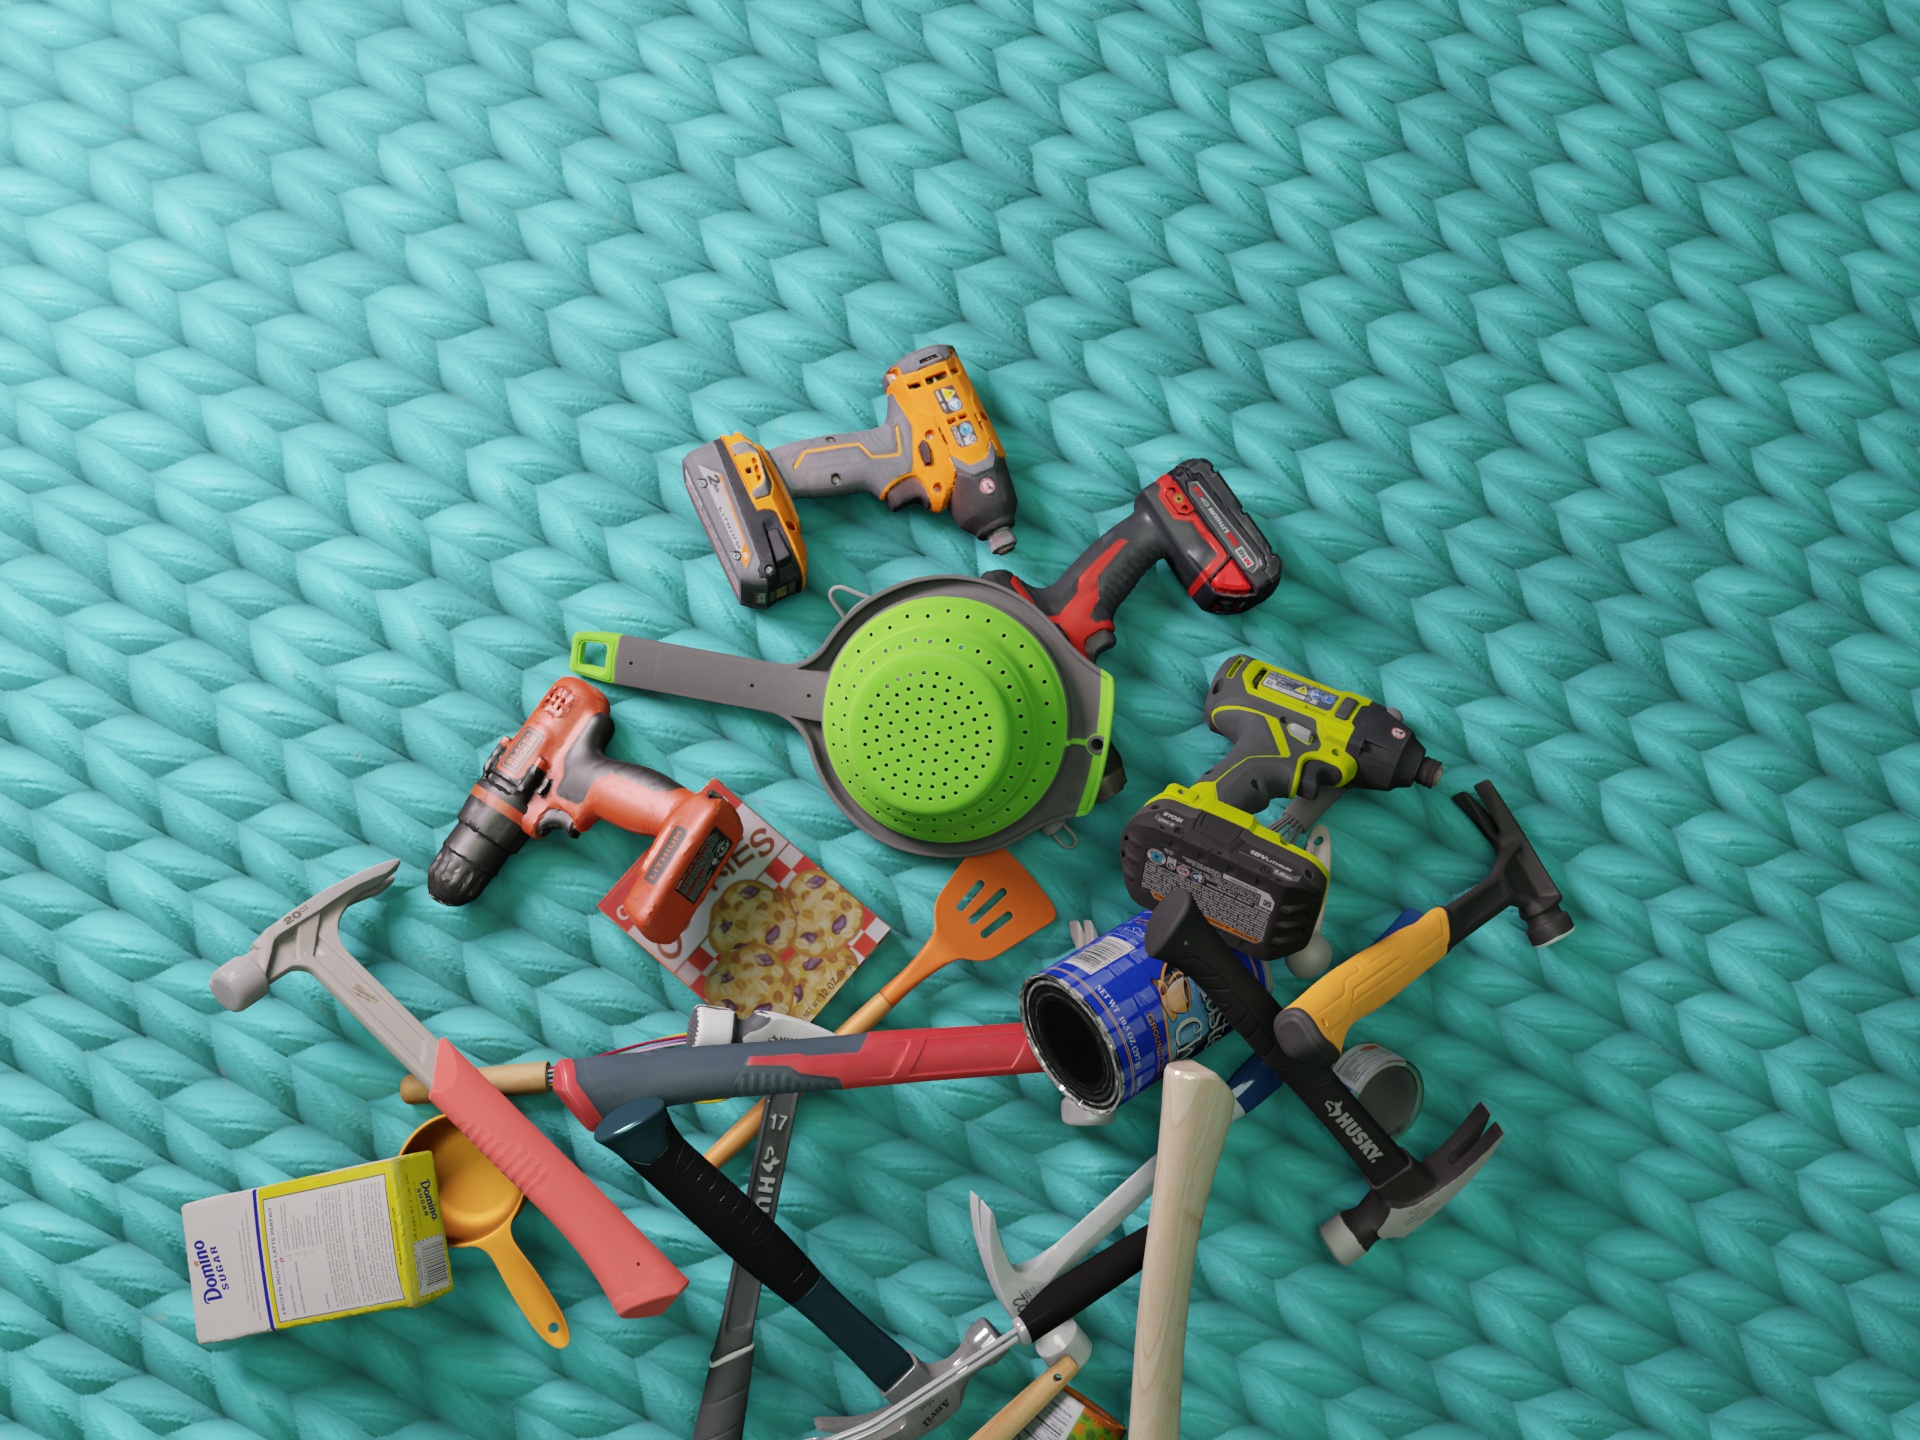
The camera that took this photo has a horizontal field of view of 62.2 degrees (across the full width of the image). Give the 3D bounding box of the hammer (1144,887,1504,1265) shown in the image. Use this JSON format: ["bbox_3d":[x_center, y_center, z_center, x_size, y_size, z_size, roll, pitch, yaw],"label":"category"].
[{"bbox_3d":[0.228,0.225,1.043,0.146,0.035,0.334,-37,116,8],"label":"hammer"}]

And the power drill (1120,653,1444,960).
[{"bbox_3d":[0.221,0.053,1.090,0.171,0.080,0.223,23,45,21],"label":"power drill"}]

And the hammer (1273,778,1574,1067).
[{"bbox_3d":[0.307,0.142,1.067,0.337,0.034,0.127,-20,78,-45],"label":"hammer"}]

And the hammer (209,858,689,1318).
[{"bbox_3d":[-0.311,0.248,1.044,0.359,0.036,0.149,42,41,7],"label":"hammer"}]

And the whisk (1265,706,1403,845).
[{"bbox_3d":[0.247,0.073,1.166,0.055,0.055,0.239,44,76,5],"label":"whisk"}]

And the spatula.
[{"bbox_3d":[-0.070,0.215,1.129,0.322,0.041,0.081,-42,87,-6],"label":"spatula"}]

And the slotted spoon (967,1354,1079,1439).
[{"bbox_3d":[-0.042,0.526,1.040,0.314,0.031,0.070,-42,79,-2],"label":"slotted spoon"}]

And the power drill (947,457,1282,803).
[{"bbox_3d":[0.125,-0.066,1.170,0.226,0.080,0.188,-33,83,-6],"label":"power drill"}]

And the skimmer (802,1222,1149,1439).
[{"bbox_3d":[0.004,0.440,0.995,0.363,0.127,0.090,-27,49,-19],"label":"skimmer"}]

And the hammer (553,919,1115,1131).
[{"bbox_3d":[-0.072,0.210,1.056,0.386,0.038,0.143,1,81,-24],"label":"hammer"}]

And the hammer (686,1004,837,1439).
[{"bbox_3d":[-0.144,0.402,1.061,0.149,0.036,0.409,12,85,-20],"label":"hammer"}]

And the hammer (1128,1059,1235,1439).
[{"bbox_3d":[0.119,0.424,1.023,0.146,0.038,0.410,4,93,-24],"label":"hammer"}]

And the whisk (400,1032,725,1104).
[{"bbox_3d":[-0.263,0.247,1.098,0.245,0.051,0.047,-5,85,-2],"label":"whisk"}]

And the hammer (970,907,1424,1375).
[{"bbox_3d":[0.181,0.269,1.112,0.405,0.035,0.144,-38,109,-13],"label":"hammer"}]

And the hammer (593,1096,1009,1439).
[{"bbox_3d":[-0.109,0.353,1.019,0.128,0.033,0.330,-43,113,-8],"label":"hammer"}]

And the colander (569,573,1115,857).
[{"bbox_3d":[-0.095,-0.010,1.105,0.397,0.094,0.204,10,100,7],"label":"colander"}]

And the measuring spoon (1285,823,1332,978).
[{"bbox_3d":[0.253,0.127,1.150,0.034,0.018,0.124,-10,52,33],"label":"measuring spoon"}]

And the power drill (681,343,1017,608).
[{"bbox_3d":[-0.072,-0.166,1.173,0.226,0.084,0.164,-24,82,-12],"label":"power drill"}]

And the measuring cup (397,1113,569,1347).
[{"bbox_3d":[-0.309,0.342,1.072,0.095,0.052,0.173,-33,85,-9],"label":"measuring cup"}]

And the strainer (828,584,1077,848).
[{"bbox_3d":[-0.002,-0.004,1.166,0.087,0.050,0.258,-41,91,22],"label":"strainer"}]
